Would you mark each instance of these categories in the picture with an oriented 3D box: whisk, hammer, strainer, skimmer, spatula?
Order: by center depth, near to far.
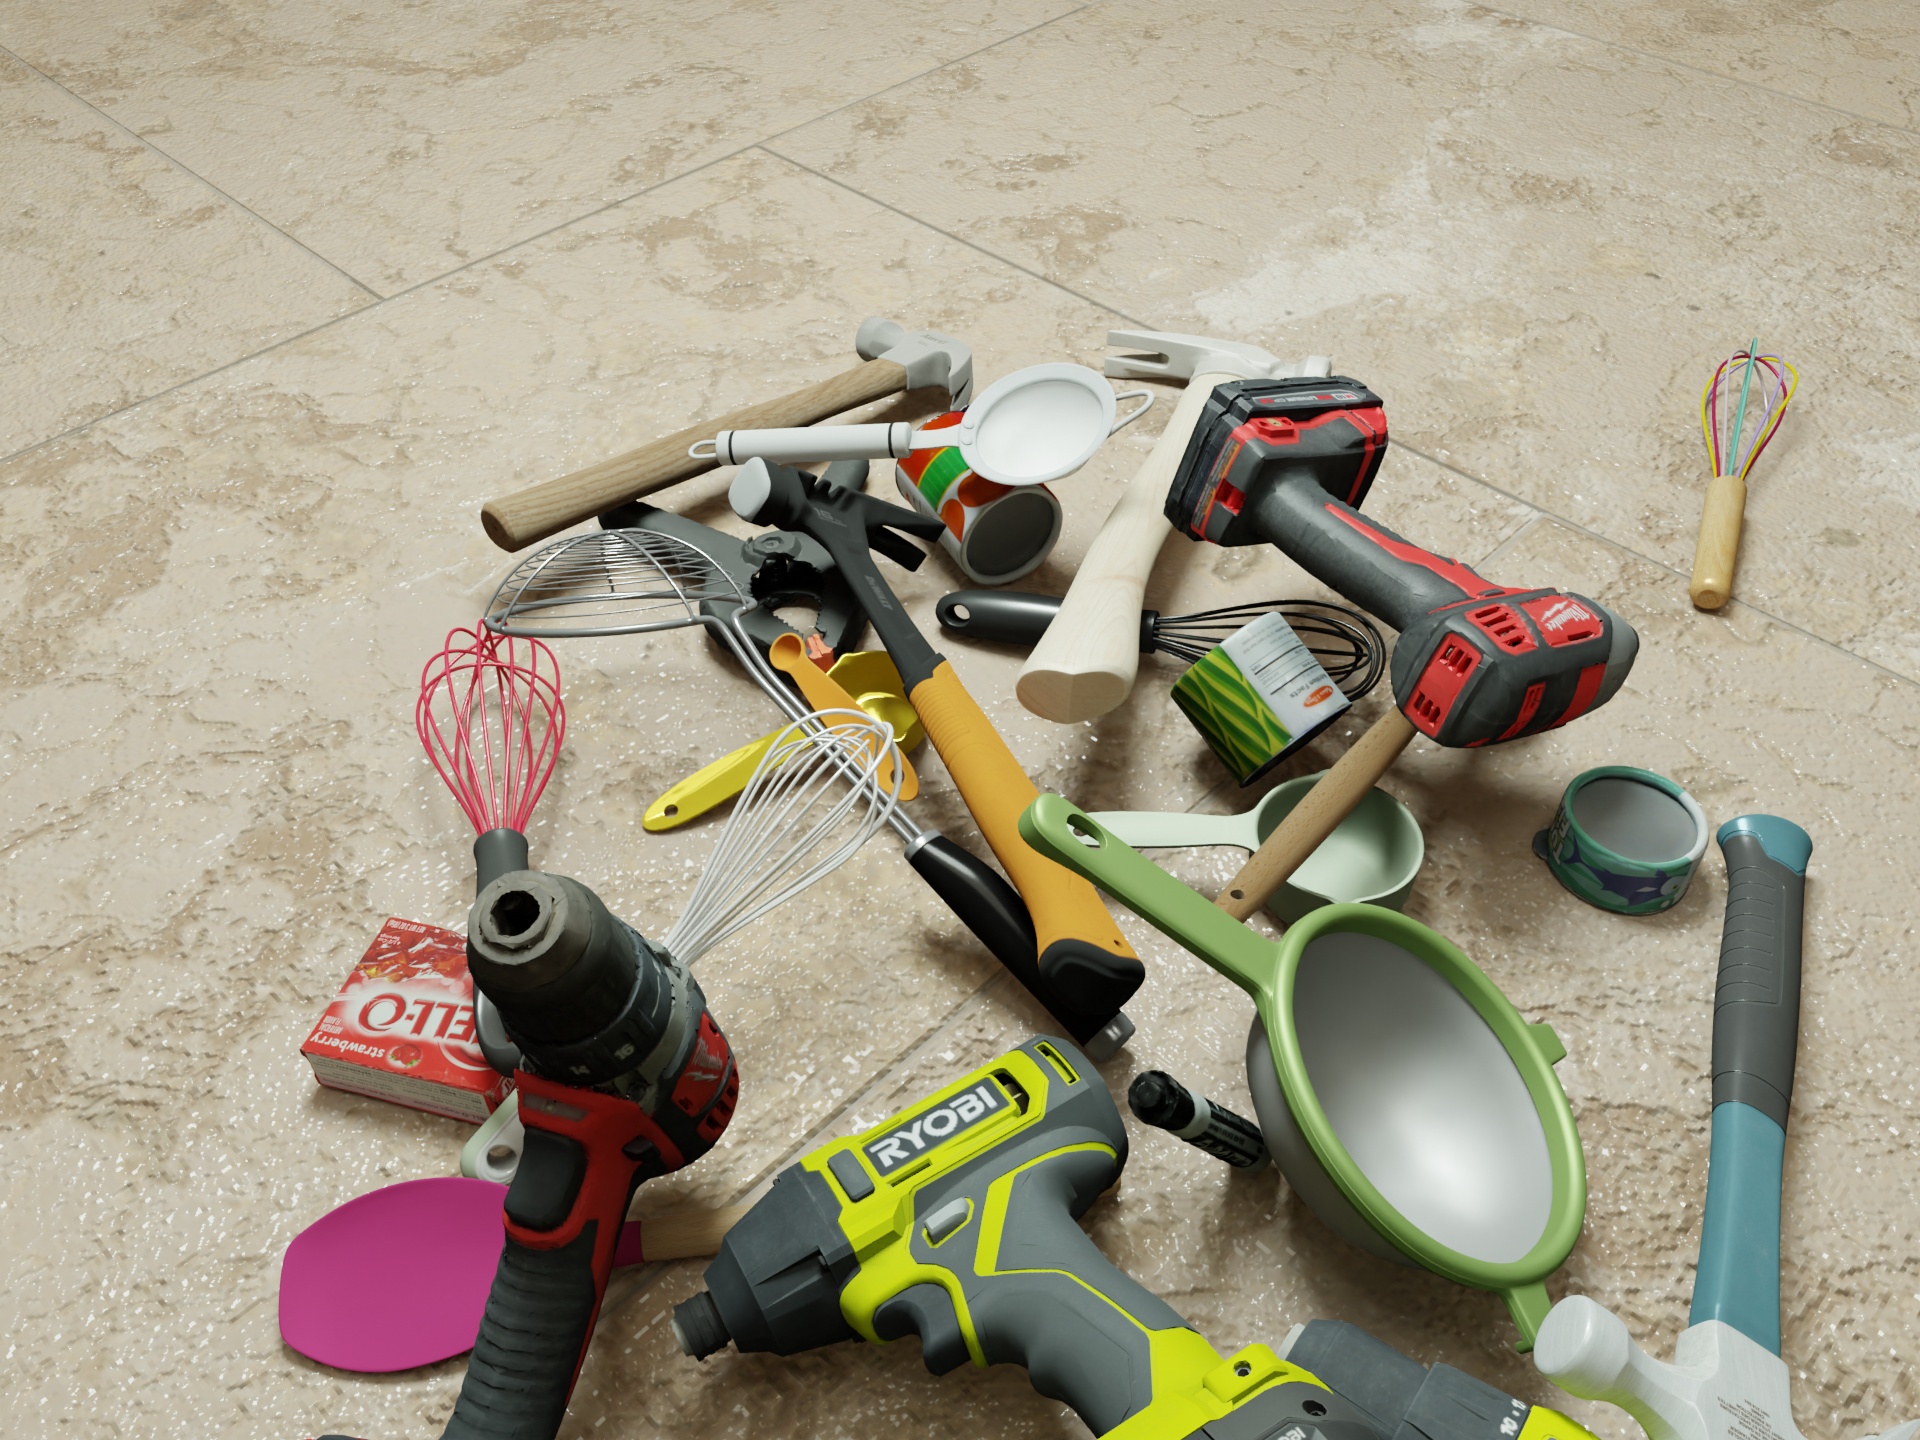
[{"bbox_3d":[0.115,0.119,0.596,0.256,0.069,0.152,35,40,-7],"label":"strainer"},{"bbox_3d":[0.307,0.147,0.621,0.128,0.033,0.331,34,45,1],"label":"hammer"},{"bbox_3d":[-0.111,0.092,0.642,0.246,0.057,0.059,-49,18,-8],"label":"whisk"},{"bbox_3d":[-0.206,0.044,0.713,0.073,0.073,0.296,-12,39,-11],"label":"whisk"},{"bbox_3d":[-0.072,0.034,0.729,0.363,0.090,0.127,45,30,15],"label":"skimmer"},{"bbox_3d":[0.196,0.018,0.735,0.082,0.044,0.317,29,43,26],"label":"spatula"},{"bbox_3d":[-0.001,-0.002,0.737,0.127,0.034,0.337,14,34,-41],"label":"hammer"},{"bbox_3d":[0.101,-0.044,0.836,0.239,0.055,0.055,8,45,16],"label":"whisk"},{"bbox_3d":[-0.024,-0.150,0.854,0.258,0.050,0.087,0,56,12],"label":"strainer"},{"bbox_3d":[0.100,-0.124,0.878,0.146,0.038,0.411,13,37,15],"label":"hammer"},{"bbox_3d":[-0.126,-0.170,0.938,0.331,0.031,0.130,-29,39,-32],"label":"hammer"},{"bbox_3d":[0.460,-0.151,0.940,0.047,0.051,0.245,20,51,13],"label":"whisk"}]

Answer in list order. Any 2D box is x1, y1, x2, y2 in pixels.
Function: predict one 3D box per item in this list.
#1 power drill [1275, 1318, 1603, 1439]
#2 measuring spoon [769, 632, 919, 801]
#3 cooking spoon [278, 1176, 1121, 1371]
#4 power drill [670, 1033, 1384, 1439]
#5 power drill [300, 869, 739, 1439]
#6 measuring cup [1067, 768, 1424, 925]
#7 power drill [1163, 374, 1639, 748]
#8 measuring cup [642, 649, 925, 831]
[{"bbox_3d":[0.139,0.300,0.459,0.191,0.080,0.228,27,48,26],"label":"power drill"},{"bbox_3d":[-0.056,-0.001,0.776,0.021,0.011,0.117,-46,64,7],"label":"measuring spoon"},{"bbox_3d":[-0.095,0.196,0.608,0.319,0.017,0.069,-6,58,-6],"label":"cooking spoon"},{"bbox_3d":[0.013,0.207,0.503,0.171,0.080,0.223,-26,30,-16],"label":"power drill"},{"bbox_3d":[-0.142,0.168,0.496,0.080,0.187,0.227,13,62,12],"label":"power drill"},{"bbox_3d":[0.124,0.063,0.729,0.167,0.038,0.083,2,44,5],"label":"measuring cup"},{"bbox_3d":[0.213,-0.076,0.753,0.143,0.078,0.220,-11,45,-36],"label":"power drill"},{"bbox_3d":[-0.085,0.019,0.791,0.156,0.029,0.062,-29,58,-11],"label":"measuring cup"}]
